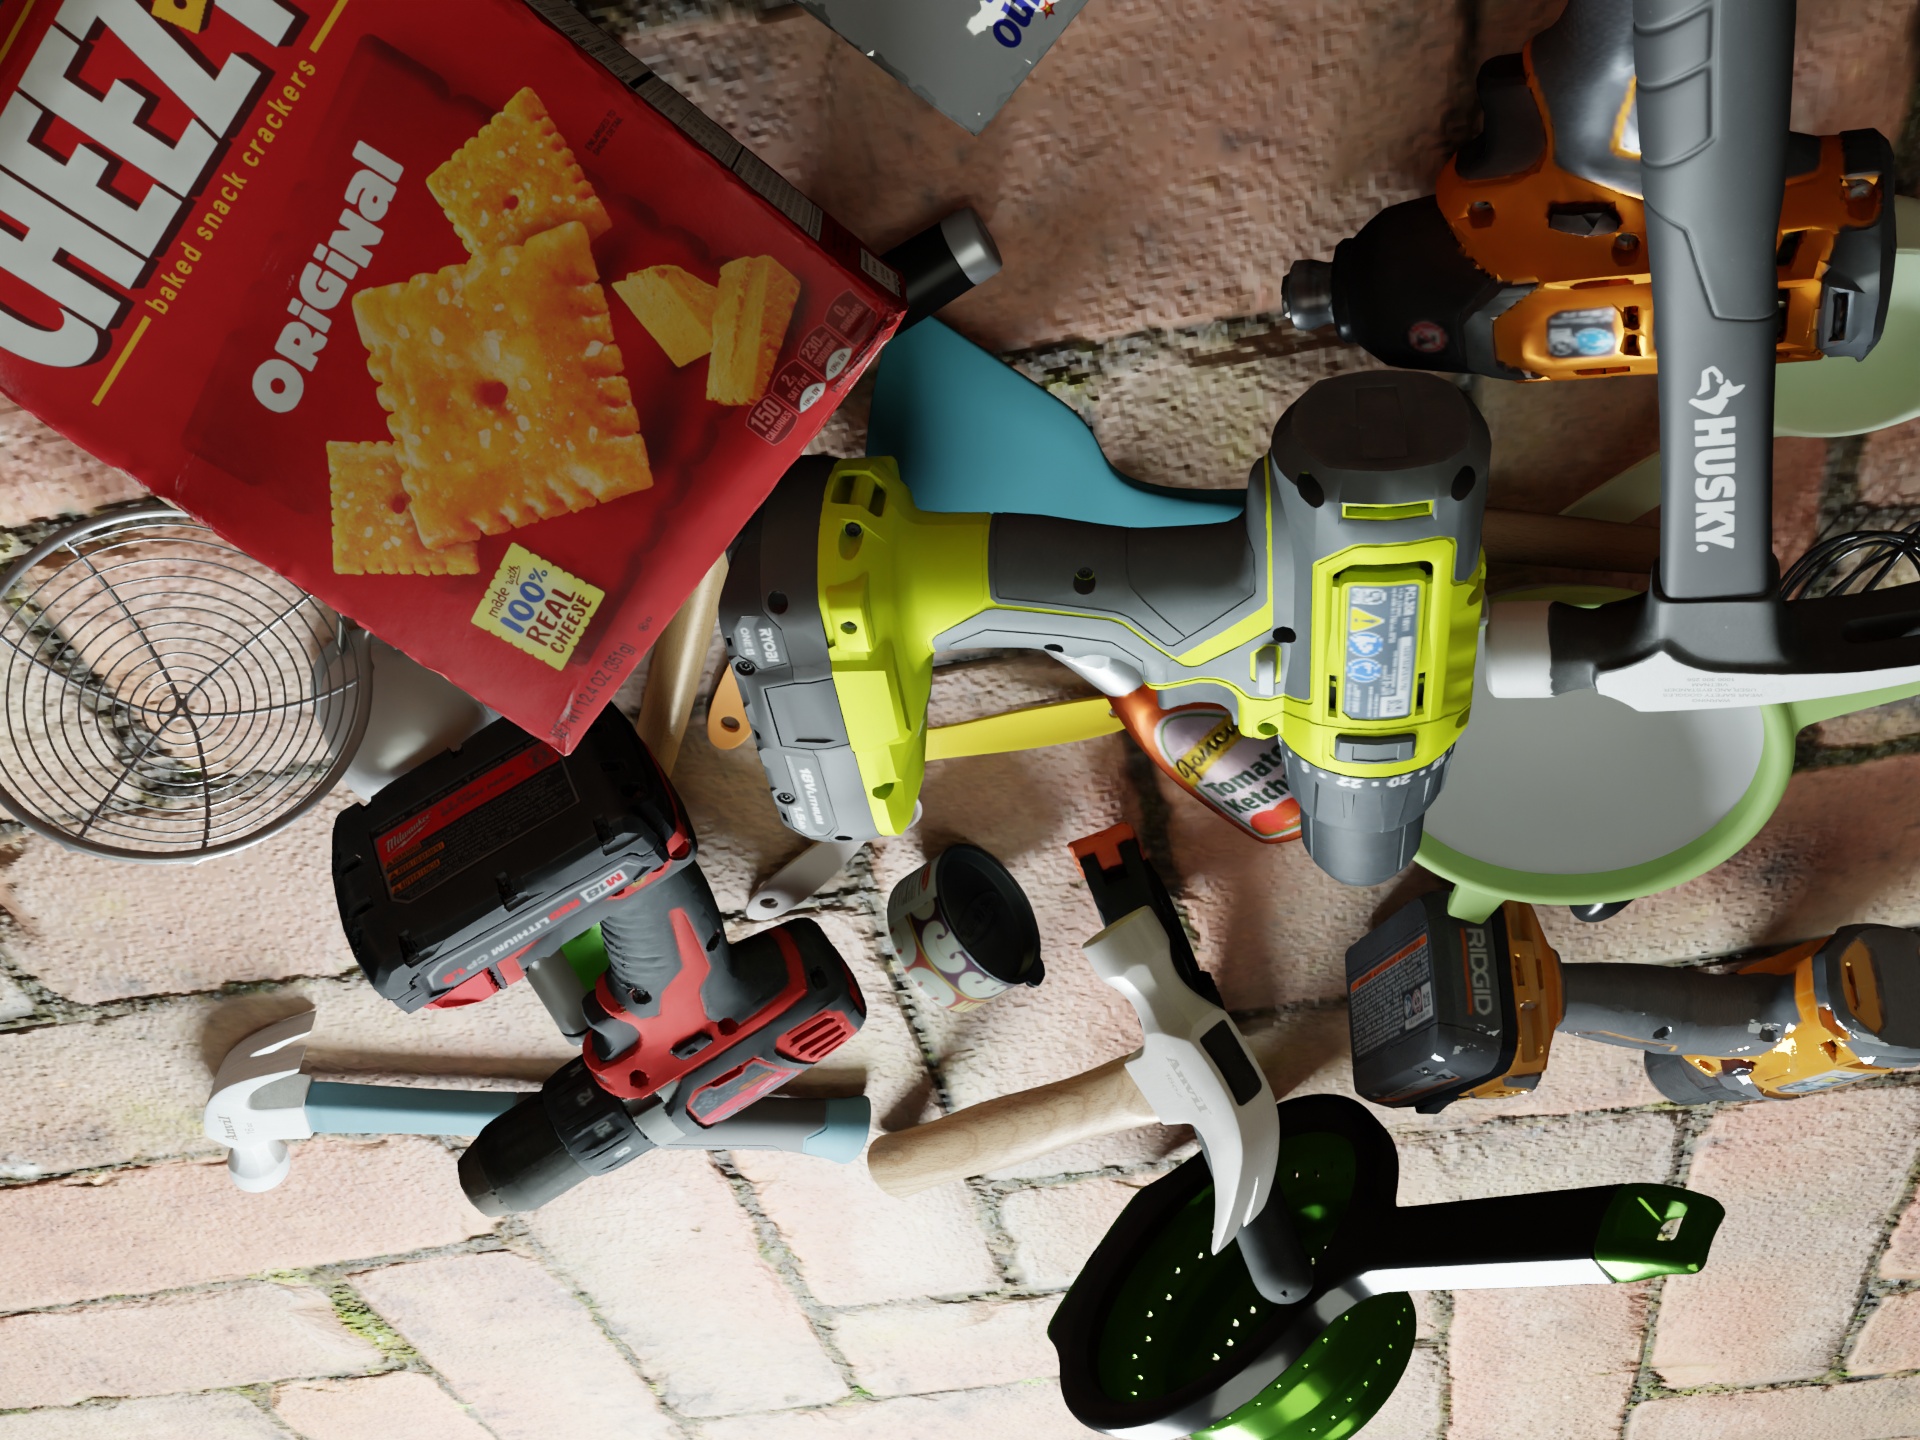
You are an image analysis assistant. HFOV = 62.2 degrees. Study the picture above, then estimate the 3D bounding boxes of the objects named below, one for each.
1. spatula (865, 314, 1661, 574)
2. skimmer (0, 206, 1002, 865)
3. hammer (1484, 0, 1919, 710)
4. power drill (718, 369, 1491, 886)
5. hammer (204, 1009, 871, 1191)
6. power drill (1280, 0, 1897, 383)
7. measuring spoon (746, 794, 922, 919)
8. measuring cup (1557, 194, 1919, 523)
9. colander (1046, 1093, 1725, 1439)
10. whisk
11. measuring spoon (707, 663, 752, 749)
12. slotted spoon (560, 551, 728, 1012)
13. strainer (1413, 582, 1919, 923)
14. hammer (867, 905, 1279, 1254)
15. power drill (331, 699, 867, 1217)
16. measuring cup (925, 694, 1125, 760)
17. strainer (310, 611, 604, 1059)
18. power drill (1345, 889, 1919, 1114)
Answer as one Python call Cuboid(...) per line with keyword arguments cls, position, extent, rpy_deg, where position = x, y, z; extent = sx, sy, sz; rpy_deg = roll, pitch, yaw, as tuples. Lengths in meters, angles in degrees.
Cuboid(cls="spatula", position=(0.127, -0.078, 0.547), extent=(0.317, 0.044, 0.082), rpy_deg=(5, 134, -9))
Cuboid(cls="skimmer", position=(-0.156, -0.069, 0.508), extent=(0.363, 0.127, 0.090), rpy_deg=(-26, 174, 16))
Cuboid(cls="hammer", position=(0.190, -0.114, 0.388), extent=(0.146, 0.035, 0.334), rpy_deg=(0, 143, 25))
Cuboid(cls="power drill", position=(0.052, -0.015, 0.522), extent=(0.228, 0.080, 0.190), rpy_deg=(-1, 134, 10))
Cuboid(cls="hammer", position=(-0.212, 0.202, 0.812), extent=(0.331, 0.033, 0.128), rpy_deg=(4, 135, -6))
Cuboid(cls="power drill", position=(0.152, -0.184, 0.405), extent=(0.164, 0.084, 0.226), rpy_deg=(0, 139, 24))
Cuboid(cls="measuring spoon", position=(-0.059, 0.054, 0.690), extent=(0.034, 0.018, 0.124), rpy_deg=(24, 135, -27))
Cuboid(cls="measuring cup", position=(0.256, -0.110, 0.532), extent=(0.083, 0.038, 0.167), rpy_deg=(23, 146, -19))
Cuboid(cls="colander", position=(0.189, 0.263, 0.710), extent=(0.094, 0.204, 0.397), rpy_deg=(47, 147, -5))
Cuboid(cls="whisk", position=(0.310, 0.011, 0.639), extent=(0.055, 0.055, 0.238), rpy_deg=(8, 137, -10))
Cuboid(cls="measuring spoon", position=(-0.075, -0.028, 0.611), extent=(0.021, 0.011, 0.116), rpy_deg=(23, 133, -9))
Cuboid(cls="slotted spoon", position=(-0.120, 0.012, 0.635), extent=(0.070, 0.031, 0.313), rpy_deg=(13, 131, -12))
Cuboid(cls="strainer", position=(0.269, -0.019, 0.572), extent=(0.256, 0.069, 0.151), rpy_deg=(-18, 123, 29))
Cuboid(cls="hammer", position=(0.032, 0.185, 0.720), extent=(0.031, 0.130, 0.331), rpy_deg=(-29, 173, -32))
Cuboid(cls="power drill", position=(-0.154, 0.109, 0.630), extent=(0.188, 0.080, 0.226), rpy_deg=(-31, 140, -4))
Cuboid(cls="measuring cup", position=(-0.001, -0.002, 0.634), extent=(0.156, 0.029, 0.062), rpy_deg=(-8, 135, -11))
Cuboid(cls="strainer", position=(-0.195, 0.058, 0.643), extent=(0.087, 0.050, 0.258), rpy_deg=(-2, 131, 20))
Cuboid(cls="power drill", position=(0.294, 0.138, 0.724), extent=(0.226, 0.084, 0.185), rpy_deg=(4, 157, -5))
